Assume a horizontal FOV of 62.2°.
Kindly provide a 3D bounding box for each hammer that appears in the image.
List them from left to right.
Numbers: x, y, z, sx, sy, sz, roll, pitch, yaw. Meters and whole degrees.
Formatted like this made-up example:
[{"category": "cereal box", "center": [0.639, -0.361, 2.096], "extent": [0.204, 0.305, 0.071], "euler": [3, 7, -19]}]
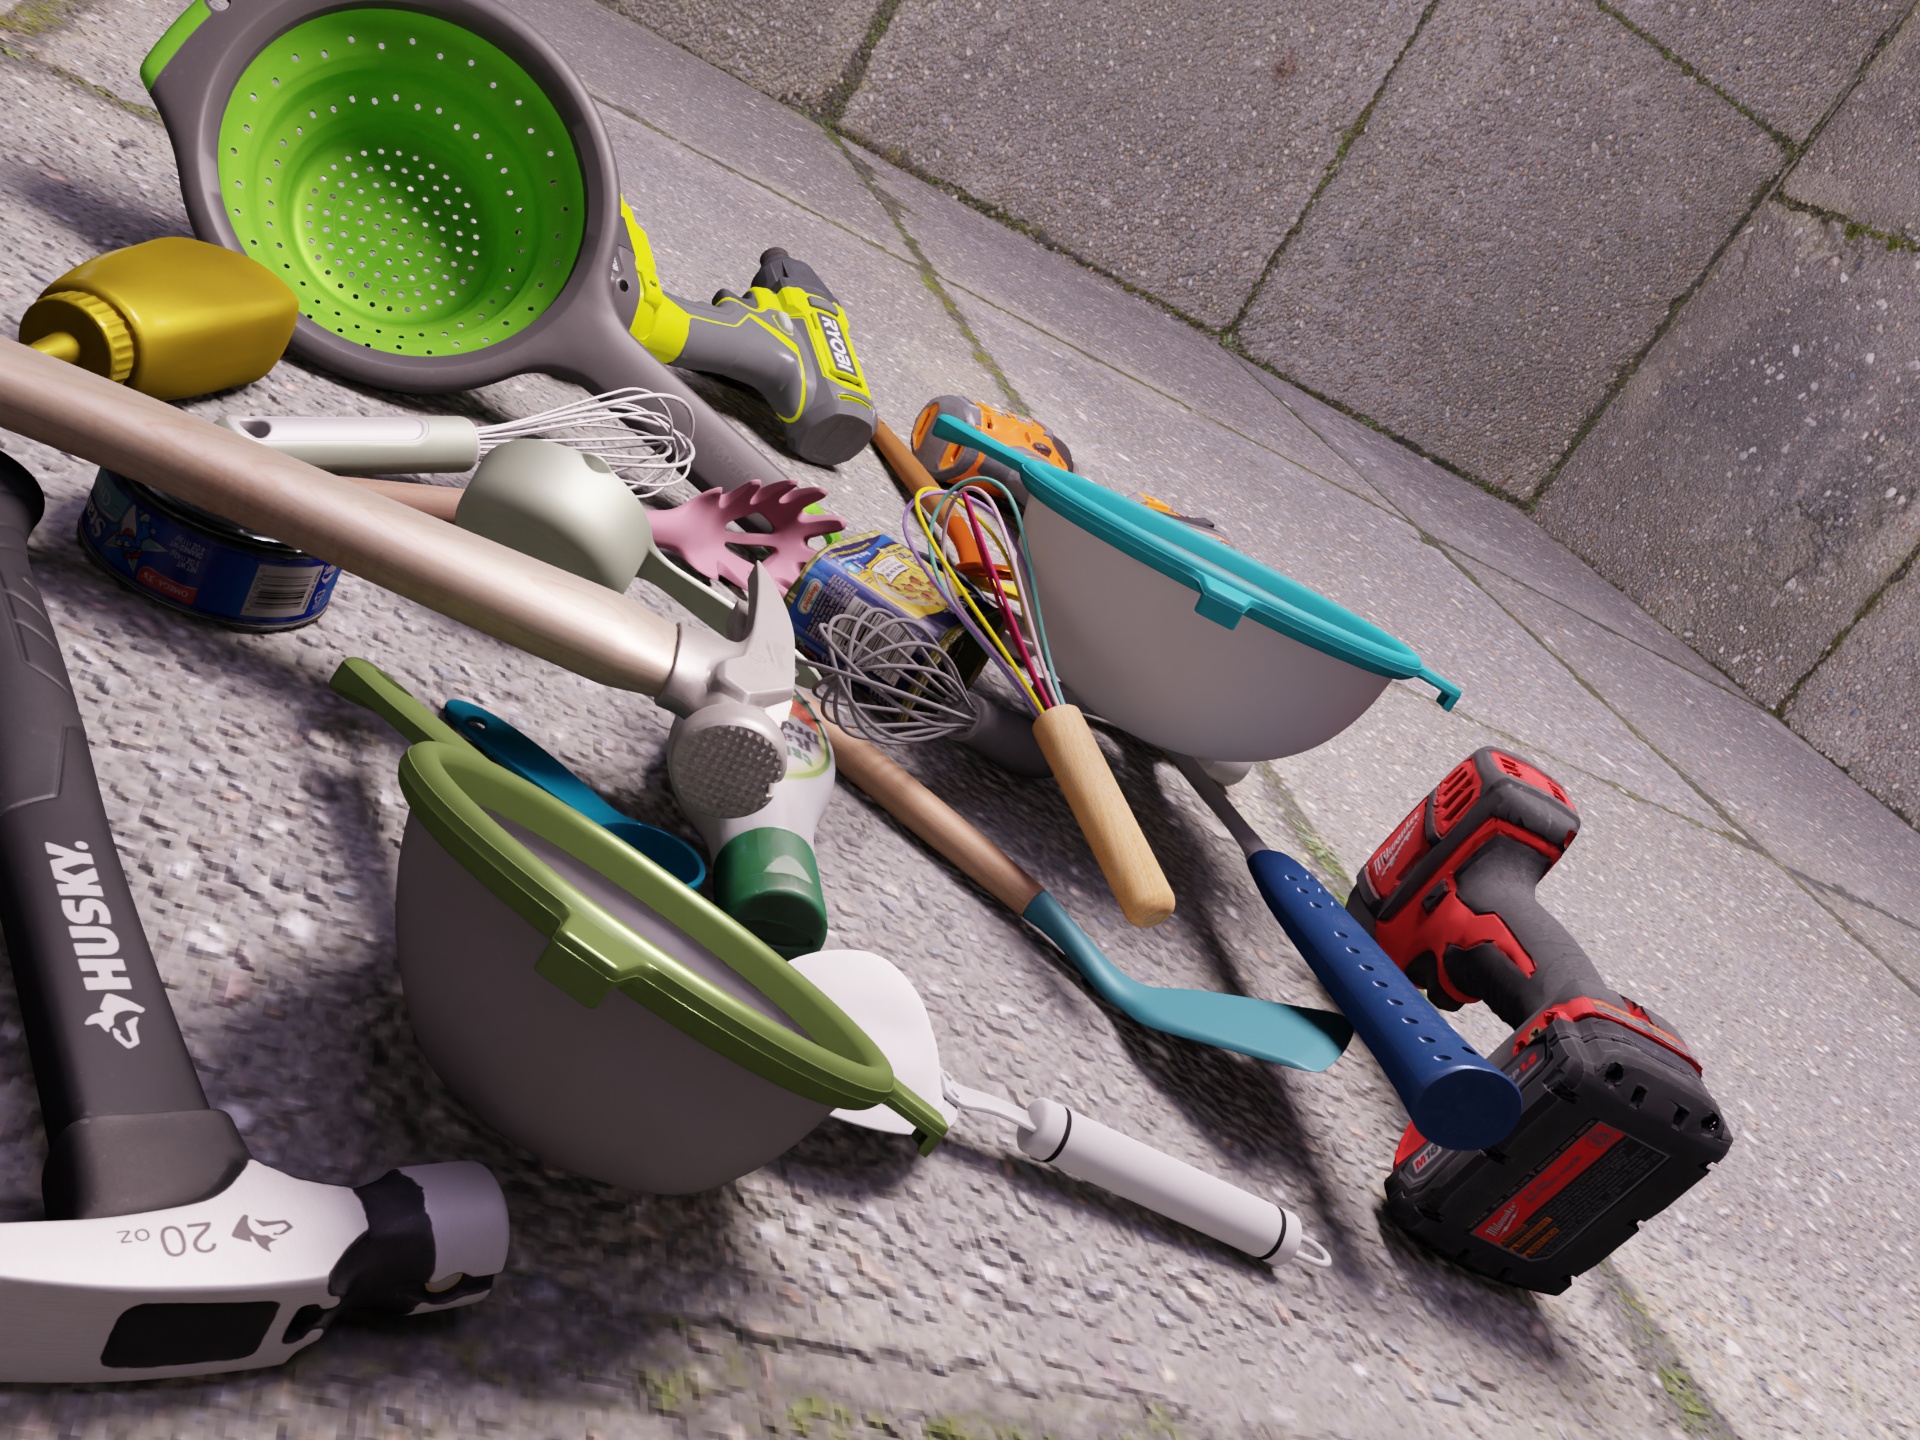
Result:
[{"category": "hammer", "center": [-0.241, 0.019, 0.404], "extent": [0.146, 0.035, 0.335], "euler": [9, 31, -46]}, {"category": "hammer", "center": [-0.246, -0.087, 0.523], "extent": [0.410, 0.038, 0.146], "euler": [23, 24, -18]}, {"category": "hammer", "center": [0.135, 0.062, 0.738], "extent": [0.144, 0.035, 0.406], "euler": [24, 14, -18]}]

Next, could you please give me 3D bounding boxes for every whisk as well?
[{"category": "whisk", "center": [-0.215, -0.124, 0.712], "extent": [0.058, 0.059, 0.246], "euler": [47, 34, 23]}, {"category": "whisk", "center": [-0.002, -0.002, 0.702], "extent": [0.055, 0.055, 0.238], "euler": [43, 7, 25]}, {"category": "whisk", "center": [0.036, -0.017, 0.682], "extent": [0.245, 0.051, 0.047], "euler": [65, 7, 33]}]

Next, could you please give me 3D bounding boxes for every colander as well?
[{"category": "colander", "center": [-0.225, -0.210, 0.832], "extent": [0.396, 0.204, 0.094], "euler": [42, -17, -18]}]

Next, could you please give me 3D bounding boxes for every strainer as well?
[{"category": "strainer", "center": [-0.130, 0.054, 0.443], "extent": [0.257, 0.069, 0.151], "euler": [30, -7, 40]}, {"category": "strainer", "center": [0.021, 0.128, 0.518], "extent": [0.258, 0.050, 0.087], "euler": [29, 7, -18]}, {"category": "strainer", "center": [0.070, -0.066, 0.812], "extent": [0.210, 0.095, 0.341], "euler": [15, 16, -42]}]

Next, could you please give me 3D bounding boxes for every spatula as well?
[{"category": "spatula", "center": [-0.008, -0.145, 1.040], "extent": [0.081, 0.041, 0.323], "euler": [5, 28, -25]}, {"category": "spatula", "center": [0.017, 0.052, 0.666], "extent": [0.318, 0.044, 0.082], "euler": [37, 17, 17]}]

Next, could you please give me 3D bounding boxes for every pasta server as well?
[{"category": "pasta server", "center": [-0.176, -0.091, 0.721], "extent": [0.040, 0.060, 0.316], "euler": [6, 4, 40]}]

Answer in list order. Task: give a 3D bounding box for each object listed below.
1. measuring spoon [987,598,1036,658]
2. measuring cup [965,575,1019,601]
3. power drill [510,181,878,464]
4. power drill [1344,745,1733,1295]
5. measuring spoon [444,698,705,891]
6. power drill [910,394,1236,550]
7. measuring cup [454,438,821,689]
[{"category": "measuring spoon", "center": [0.003, -0.069, 0.951], "extent": [0.034, 0.018, 0.124], "euler": [1, 30, -50]}, {"category": "measuring cup", "center": [0.056, -0.060, 0.994], "extent": [0.156, 0.029, 0.062], "euler": [18, 22, -4]}, {"category": "power drill", "center": [-0.164, -0.262, 1.006], "extent": [0.223, 0.080, 0.171], "euler": [11, 50, -44]}, {"category": "power drill", "center": [0.221, 0.120, 0.678], "extent": [0.078, 0.143, 0.220], "euler": [27, 29, -15]}, {"category": "measuring spoon", "center": [-0.139, 0.031, 0.546], "extent": [0.129, 0.021, 0.042], "euler": [33, 21, 28]}, {"category": "power drill", "center": [0.087, -0.154, 1.152], "extent": [0.227, 0.084, 0.164], "euler": [42, 23, 33]}, {"category": "measuring cup", "center": [-0.132, -0.049, 0.658], "extent": [0.167, 0.083, 0.038], "euler": [34, 51, -16]}]
